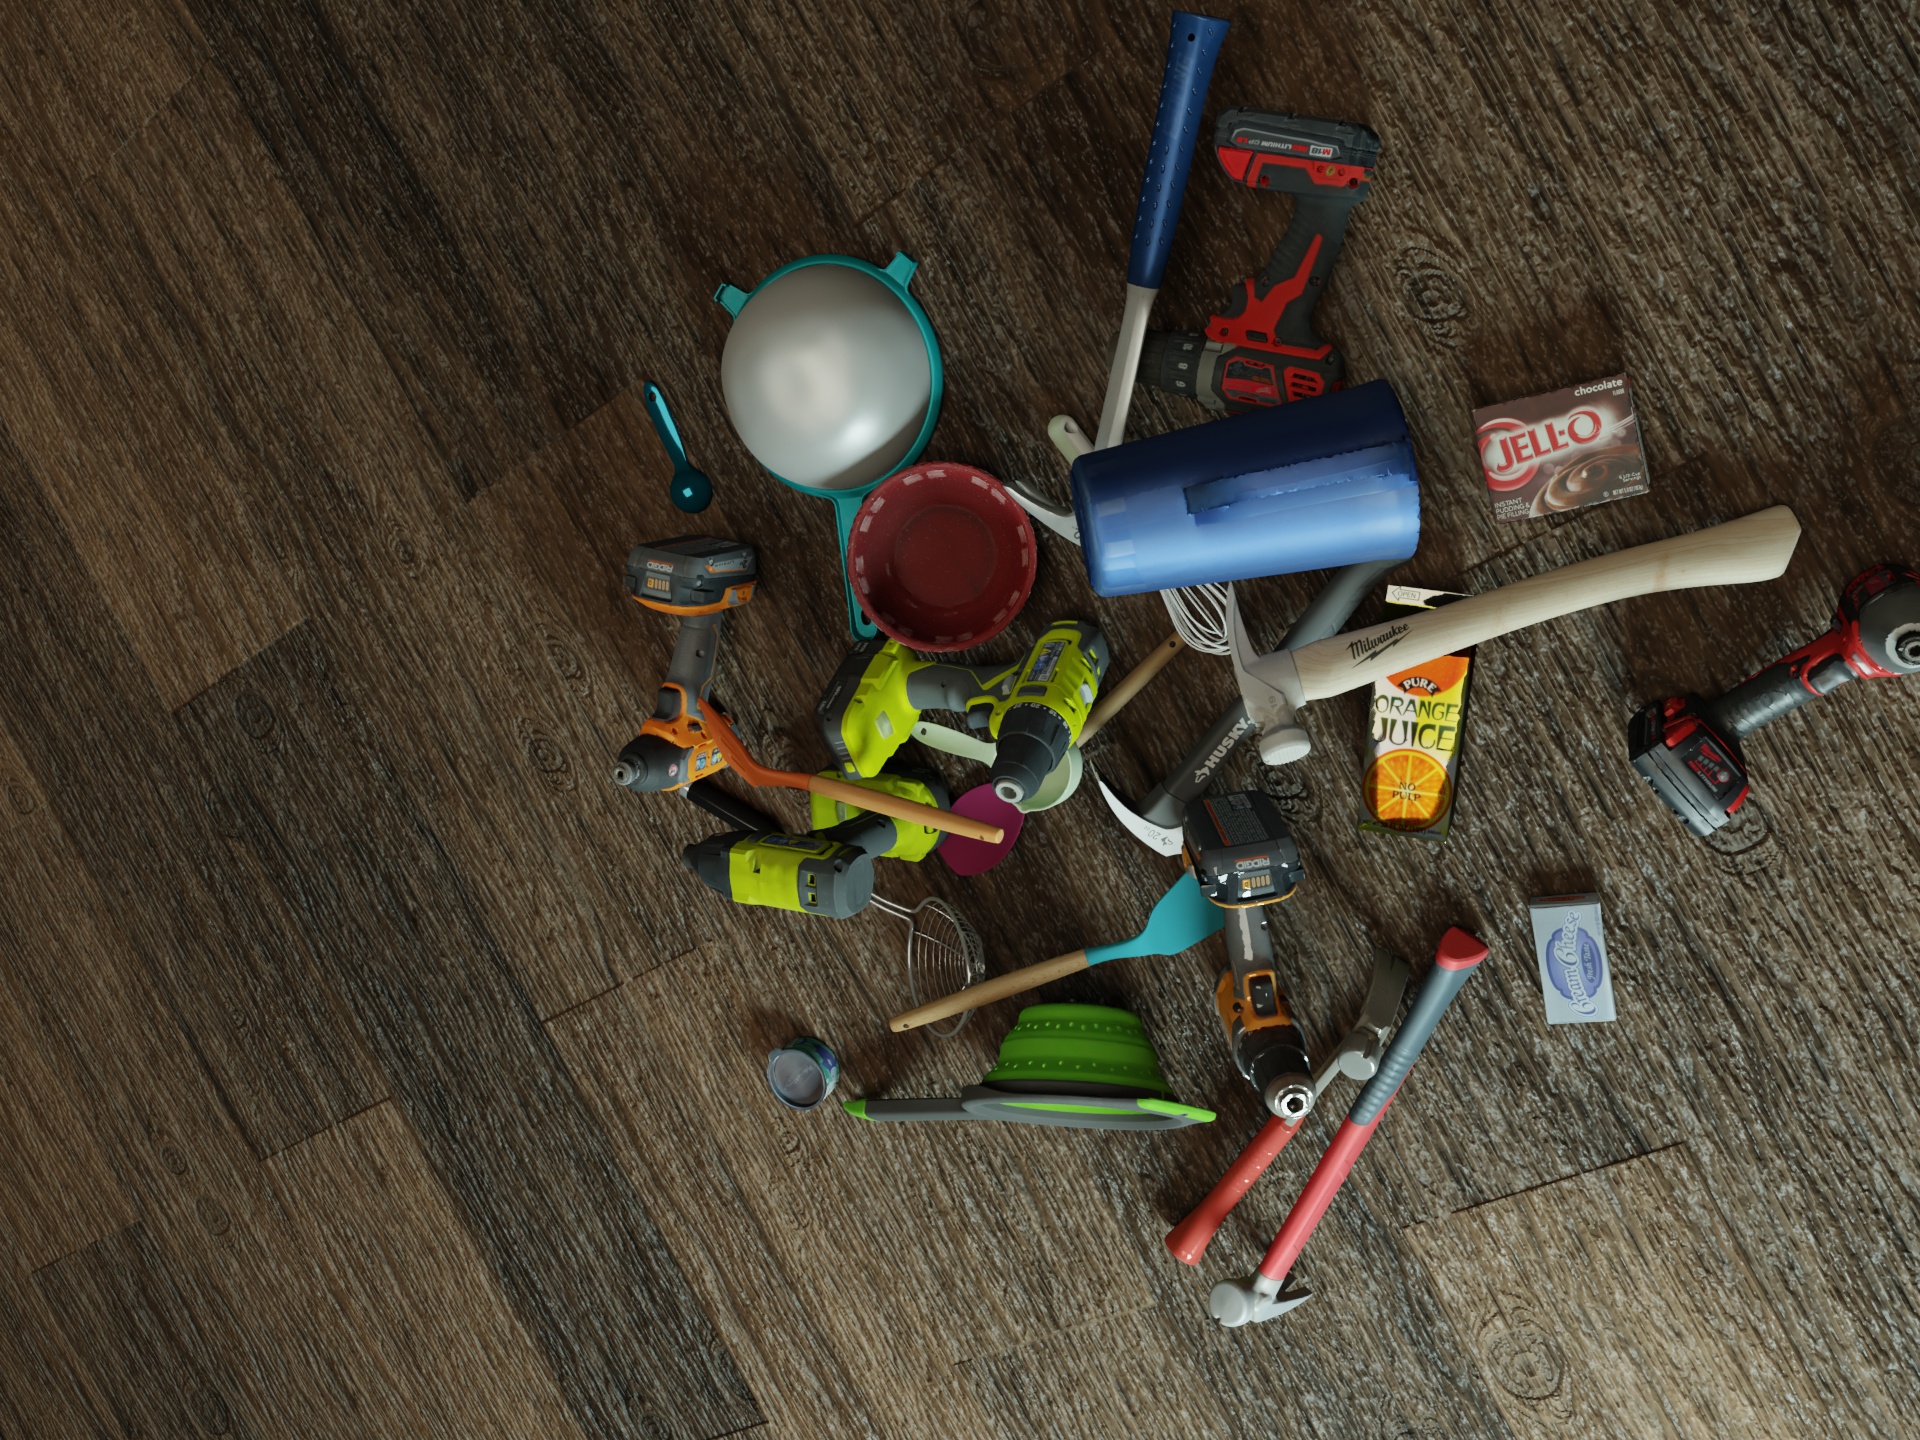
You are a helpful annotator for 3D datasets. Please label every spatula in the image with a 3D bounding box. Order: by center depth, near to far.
[{"bbox_3d":[-0.101,0.052,1.352,0.323,0.041,0.080,14,140,29],"label":"spatula"},{"bbox_3d":[0.085,0.207,1.377,0.317,0.044,0.082,-21,125,9],"label":"spatula"}]

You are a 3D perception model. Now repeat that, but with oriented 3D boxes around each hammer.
[{"bbox_3d":[0.405,-0.092,1.188,0.410,0.038,0.146,-17,68,9],"label":"hammer"},{"bbox_3d":[0.132,-0.324,1.218,0.144,0.035,0.405,23,119,24],"label":"hammer"},{"bbox_3d":[0.245,-0.029,1.295,0.146,0.035,0.334,28,111,-24],"label":"hammer"},{"bbox_3d":[0.345,0.348,1.359,0.038,0.143,0.386,36,105,37],"label":"hammer"},{"bbox_3d":[0.276,0.354,1.383,0.037,0.149,0.359,32,125,7],"label":"hammer"}]

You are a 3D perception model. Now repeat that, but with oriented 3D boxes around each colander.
[{"bbox_3d":[0.043,0.318,1.459,0.397,0.204,0.095,-13,64,40],"label":"colander"}]

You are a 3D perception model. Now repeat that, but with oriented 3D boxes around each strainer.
[{"bbox_3d":[-0.120,-0.229,1.377,0.211,0.095,0.340,-3,101,22],"label":"strainer"}]

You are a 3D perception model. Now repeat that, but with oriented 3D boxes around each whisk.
[{"bbox_3d":[0.151,-0.155,1.318,0.246,0.058,0.059,53,146,6],"label":"whisk"}]

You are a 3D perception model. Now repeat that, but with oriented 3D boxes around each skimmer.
[{"bbox_3d":[-0.129,0.162,1.487,0.363,0.090,0.127,30,128,13],"label":"skimmer"}]

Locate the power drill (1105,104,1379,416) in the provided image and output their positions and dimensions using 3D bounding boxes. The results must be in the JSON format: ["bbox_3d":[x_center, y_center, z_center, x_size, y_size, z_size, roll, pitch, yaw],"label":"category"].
[{"bbox_3d":[0.216,-0.350,1.225,0.188,0.080,0.226,15,112,18],"label":"power drill"}]

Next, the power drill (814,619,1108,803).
[{"bbox_3d":[-0.002,-0.004,1.344,0.228,0.191,0.080,-1,130,27],"label":"power drill"}]

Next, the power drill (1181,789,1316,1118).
[{"bbox_3d":[0.239,0.191,1.280,0.084,0.185,0.226,-10,109,1],"label":"power drill"}]

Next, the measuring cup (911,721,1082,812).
[{"bbox_3d":[0.032,0.027,1.406,0.168,0.038,0.083,17,104,29],"label":"measuring cup"}]

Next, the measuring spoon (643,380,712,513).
[{"bbox_3d":[-0.269,-0.252,1.470,0.042,0.021,0.128,-18,98,25],"label":"measuring spoon"}]

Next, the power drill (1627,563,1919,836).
[{"bbox_3d":[0.590,-0.019,1.126,0.078,0.143,0.219,49,118,0],"label":"power drill"}]

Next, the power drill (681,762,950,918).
[{"bbox_3d":[-0.120,0.102,1.390,0.171,0.223,0.080,6,107,26],"label":"power drill"}]

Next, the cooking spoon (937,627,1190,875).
[{"bbox_3d":[0.089,0.028,1.405,0.319,0.017,0.069,-45,75,25],"label":"cooking spoon"}]

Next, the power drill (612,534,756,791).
[{"bbox_3d":[-0.257,-0.046,1.445,0.084,0.164,0.226,13,107,20],"label":"power drill"}]
